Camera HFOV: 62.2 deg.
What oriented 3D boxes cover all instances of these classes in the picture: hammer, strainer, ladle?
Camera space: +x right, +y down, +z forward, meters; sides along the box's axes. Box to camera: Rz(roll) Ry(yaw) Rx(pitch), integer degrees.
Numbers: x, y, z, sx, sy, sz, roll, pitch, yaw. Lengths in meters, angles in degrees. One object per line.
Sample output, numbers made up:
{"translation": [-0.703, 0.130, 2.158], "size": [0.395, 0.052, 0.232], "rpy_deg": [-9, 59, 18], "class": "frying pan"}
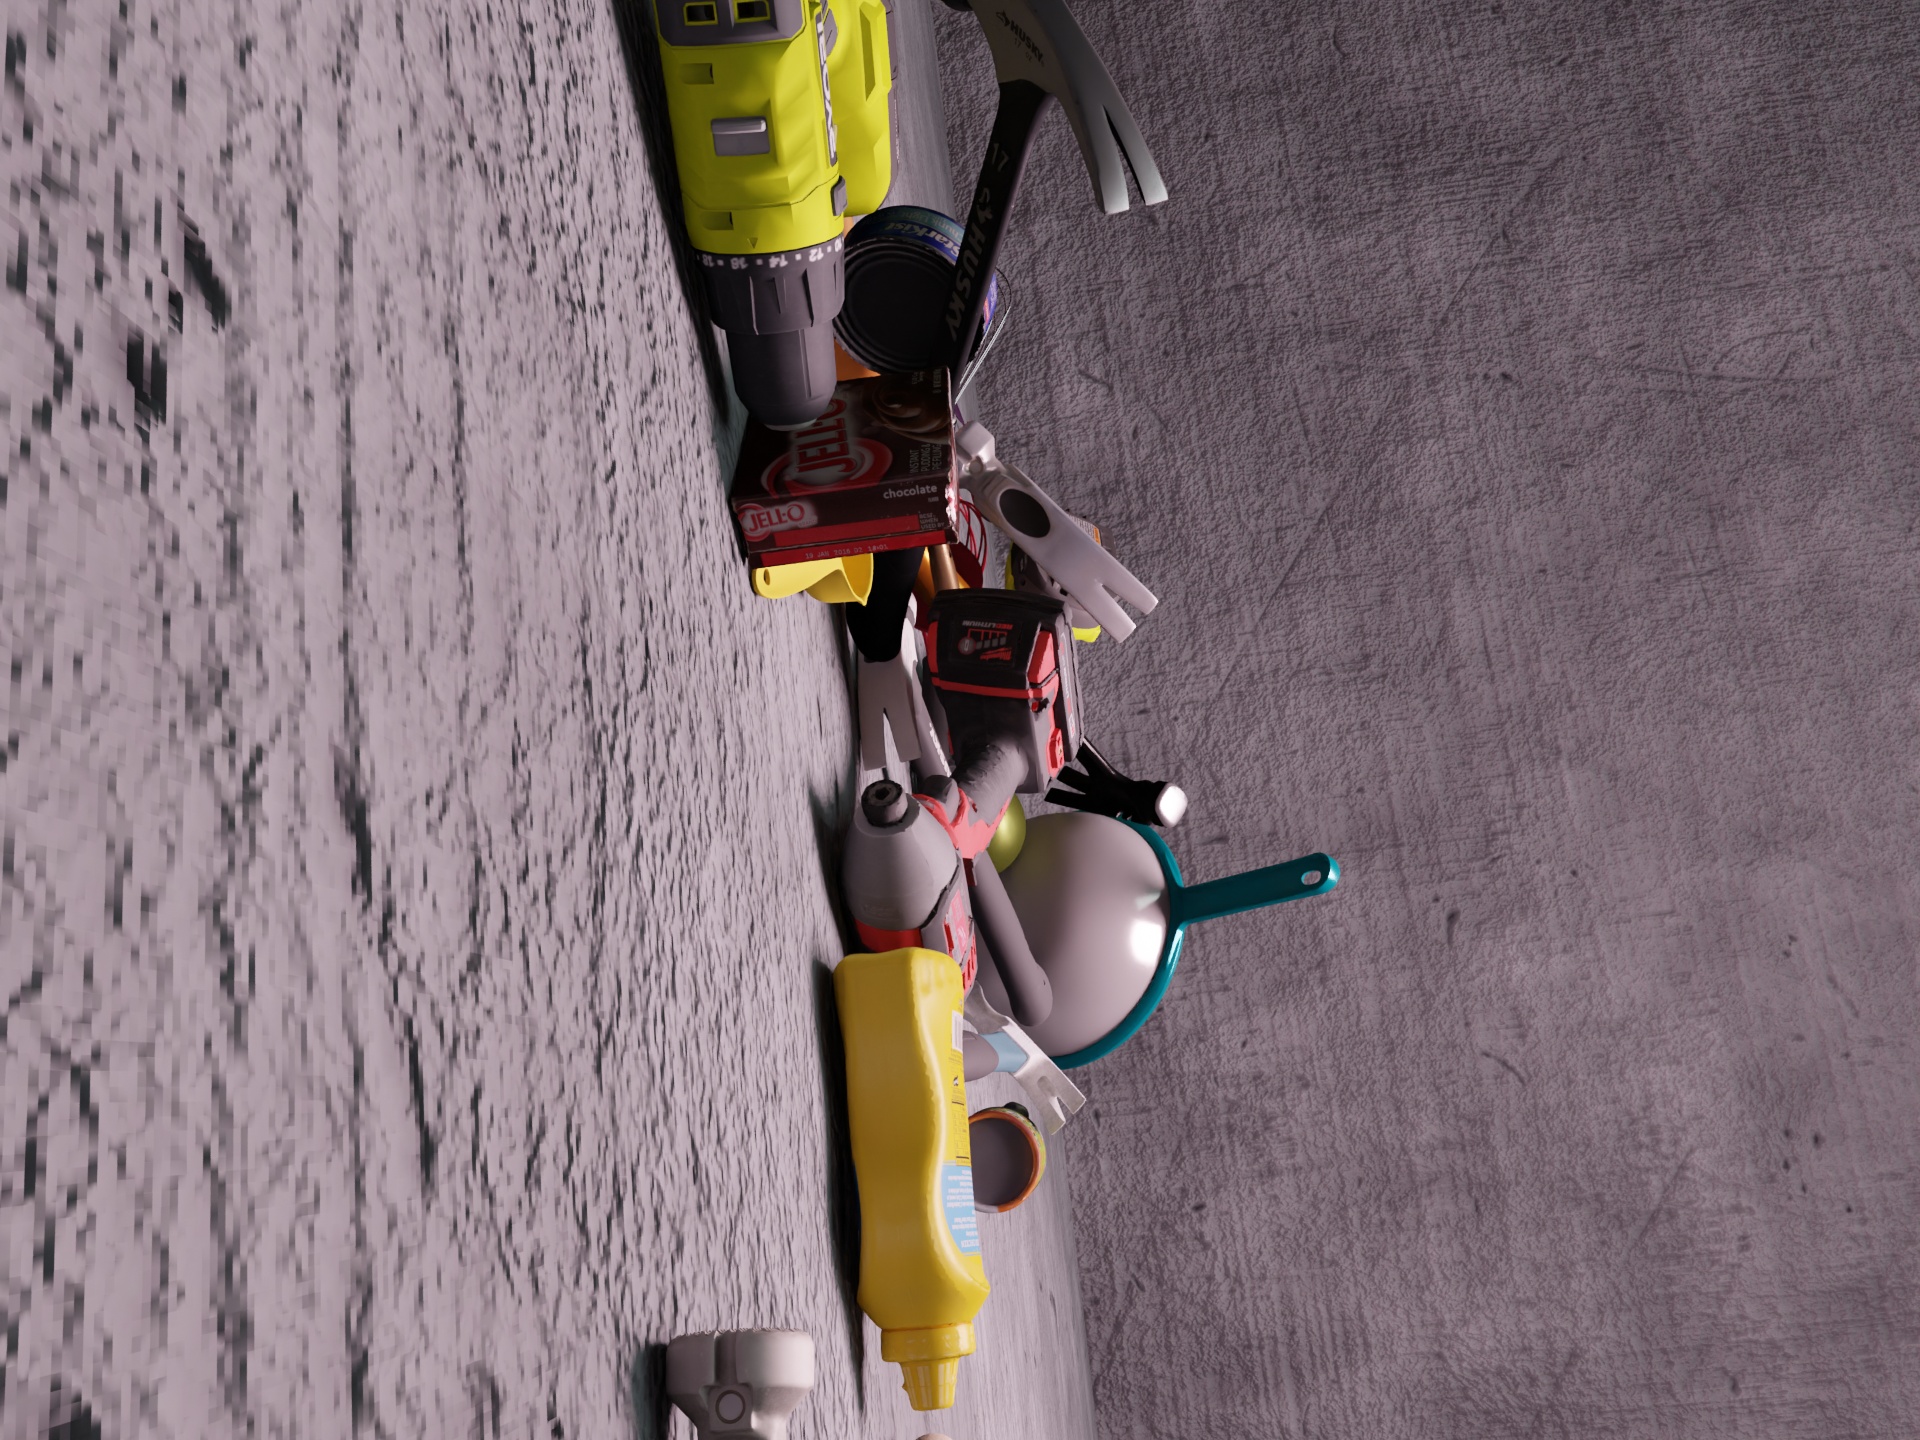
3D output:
{"translation": [0.002, 0.083, 1.040], "size": [0.146, 0.035, 0.334], "rpy_deg": [-90, 163, -53], "class": "hammer"}
{"translation": [0.045, -0.127, 1.031], "size": [0.143, 0.038, 0.386], "rpy_deg": [42, 6, -6], "class": "hammer"}
{"translation": [-0.006, -0.156, 0.762], "size": [0.149, 0.036, 0.408], "rpy_deg": [57, -28, 23], "class": "hammer"}
{"translation": [0.108, 0.135, 1.175], "size": [0.095, 0.340, 0.211], "rpy_deg": [30, 52, -40], "class": "strainer"}
{"translation": [0.031, -0.038, 1.111], "size": [0.336, 0.127, 0.034], "rpy_deg": [48, 65, -35], "class": "hammer"}
{"translation": [-0.032, 0.300, 0.558], "size": [0.410, 0.038, 0.146], "rpy_deg": [74, 12, -66], "class": "hammer"}
{"translation": [0.008, 0.208, 0.994], "size": [0.128, 0.033, 0.330], "rpy_deg": [44, 0, 16], "class": "hammer"}
{"translation": [-0.002, -0.003, 1.088], "size": [0.319, 0.062, 0.078], "rpy_deg": [77, 16, -46], "class": "ladle"}
{"translation": [-0.039, -0.209, 1.231], "size": [0.031, 0.069, 0.316], "rpy_deg": [46, 30, -69], "class": "ladle"}

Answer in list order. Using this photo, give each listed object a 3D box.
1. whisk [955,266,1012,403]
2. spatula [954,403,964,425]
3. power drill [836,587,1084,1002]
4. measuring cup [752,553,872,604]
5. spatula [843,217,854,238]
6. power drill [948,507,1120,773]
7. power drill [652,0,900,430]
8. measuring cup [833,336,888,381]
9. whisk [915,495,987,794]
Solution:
{"translation": [-0.024, -0.183, 0.998], "size": [0.070, 0.070, 0.285], "rpy_deg": [74, 26, -62], "class": "whisk"}
{"translation": [-0.045, -0.304, 1.215], "size": [0.060, 0.018, 0.315], "rpy_deg": [66, 9, 17], "class": "spatula"}
{"translation": [-0.003, 0.033, 0.838], "size": [0.220, 0.078, 0.143], "rpy_deg": [-65, 154, -43], "class": "power drill"}
{"translation": [-0.076, -0.075, 0.735], "size": [0.156, 0.029, 0.062], "rpy_deg": [-42, 126, -70], "class": "measuring cup"}
{"translation": [-0.082, -0.296, 0.990], "size": [0.081, 0.041, 0.322], "rpy_deg": [-74, 153, -81], "class": "spatula"}
{"translation": [0.039, -0.058, 1.268], "size": [0.171, 0.080, 0.223], "rpy_deg": [-89, -156, -53], "class": "power drill"}
{"translation": [-0.073, -0.246, 0.673], "size": [0.229, 0.080, 0.190], "rpy_deg": [-86, 172, -59], "class": "power drill"}
{"translation": [-0.042, -0.197, 0.915], "size": [0.174, 0.052, 0.095], "rpy_deg": [-58, 140, -62], "class": "measuring cup"}
{"translation": [-0.017, -0.062, 1.227], "size": [0.073, 0.073, 0.296], "rpy_deg": [75, 15, -59], "class": "whisk"}
